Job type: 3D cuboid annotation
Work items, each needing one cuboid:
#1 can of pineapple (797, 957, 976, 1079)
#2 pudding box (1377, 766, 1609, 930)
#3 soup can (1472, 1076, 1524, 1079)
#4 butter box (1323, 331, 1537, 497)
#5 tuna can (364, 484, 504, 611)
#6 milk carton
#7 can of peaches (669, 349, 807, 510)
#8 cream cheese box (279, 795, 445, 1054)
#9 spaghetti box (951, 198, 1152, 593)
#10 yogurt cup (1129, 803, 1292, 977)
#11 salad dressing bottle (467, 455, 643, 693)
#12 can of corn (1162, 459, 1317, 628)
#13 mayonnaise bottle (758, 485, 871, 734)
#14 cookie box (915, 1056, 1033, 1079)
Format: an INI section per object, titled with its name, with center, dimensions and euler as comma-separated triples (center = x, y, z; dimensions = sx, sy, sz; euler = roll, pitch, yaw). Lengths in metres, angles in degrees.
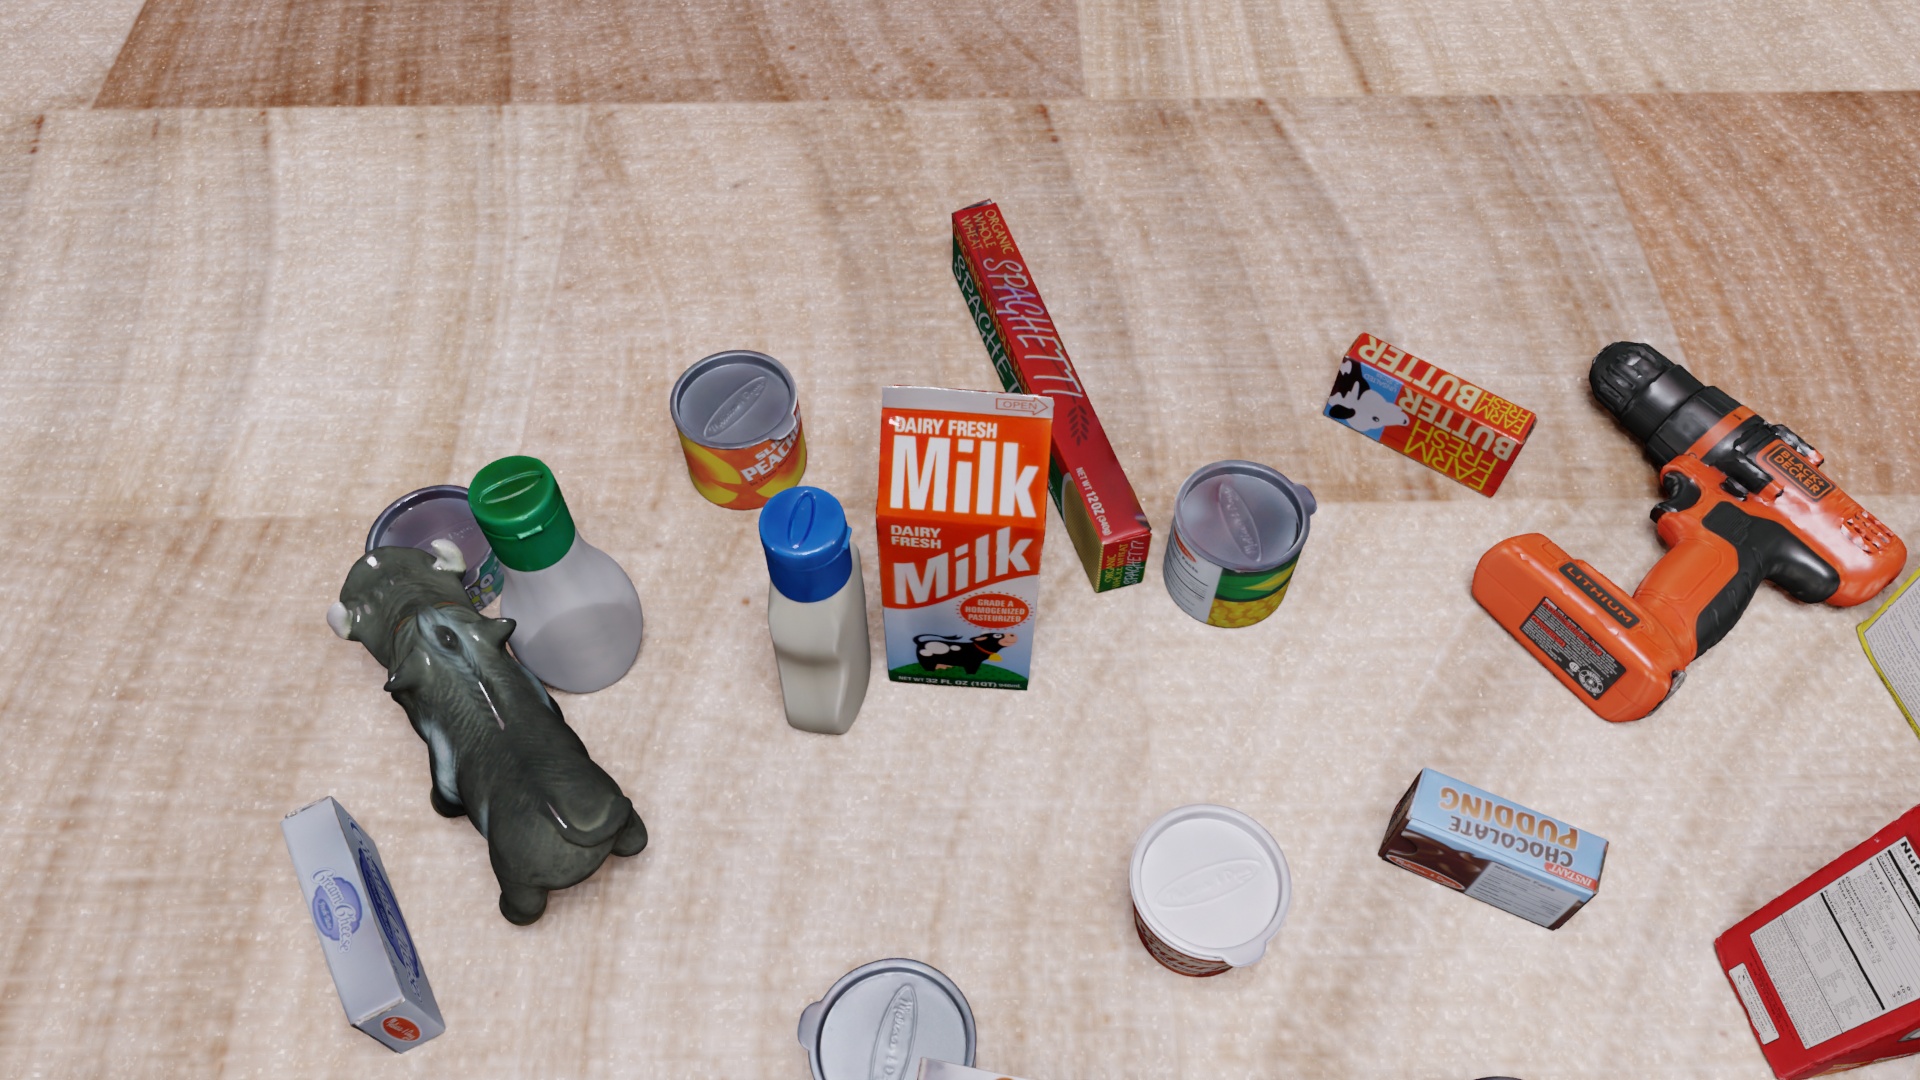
[can of pineapple]
center = -0.028, 0.210, 0.565
dimensions = 0.071, 0.057, 0.071
euler = 0, 57, 0
[pudding box]
center = 0.235, 0.137, 0.618
dimensions = 0.084, 0.049, 0.030
euler = 21, 59, 13
[soup can]
center = 0.195, 0.246, 0.526
dimensions = 0.071, 0.083, 0.072
euler = 0, 57, 0
[butter box]
center = 0.253, -0.068, 0.752
dimensions = 0.103, 0.053, 0.024
euler = 30, 62, 19
[tuna can]
center = -0.265, 0.009, 0.713
dimensions = 0.071, 0.032, 0.071
euler = 0, 57, 0
[milk carton]
center = 0.002, -0.008, 0.630
dimensions = 0.072, 0.189, 0.074
euler = 3, 57, 2
[can of peaches]
center = -0.115, -0.057, 0.742
dimensions = 0.071, 0.057, 0.071
euler = 0, 57, 0
[cream cheese box]
center = -0.257, 0.165, 0.597
dimensions = 0.024, 0.053, 0.104
euler = -27, 60, -16
[spaghetti box]
center = 0.045, -0.086, 0.766
dimensions = 0.029, 0.050, 0.251
euler = -15, 58, -10
[yogurt cup]
center = 0.105, 0.155, 0.604
dimensions = 0.072, 0.053, 0.073
euler = 0, 57, 0
[salad dressing bottle]
center = -0.186, 0.018, 0.639
dimensions = 0.064, 0.147, 0.044
euler = -24, 60, -15
[can of corn]
center = 0.140, 0.002, 0.703
dimensions = 0.071, 0.058, 0.071
euler = 0, 57, 0
[mayonnaise bottle]
center = -0.065, 0.031, 0.630
dimensions = 0.041, 0.147, 0.065
euler = 7, 57, 5
[cookie box]
center = 0.043, 0.231, 0.486
dimensions = 0.123, 0.166, 0.040
euler = 9, 57, 6
